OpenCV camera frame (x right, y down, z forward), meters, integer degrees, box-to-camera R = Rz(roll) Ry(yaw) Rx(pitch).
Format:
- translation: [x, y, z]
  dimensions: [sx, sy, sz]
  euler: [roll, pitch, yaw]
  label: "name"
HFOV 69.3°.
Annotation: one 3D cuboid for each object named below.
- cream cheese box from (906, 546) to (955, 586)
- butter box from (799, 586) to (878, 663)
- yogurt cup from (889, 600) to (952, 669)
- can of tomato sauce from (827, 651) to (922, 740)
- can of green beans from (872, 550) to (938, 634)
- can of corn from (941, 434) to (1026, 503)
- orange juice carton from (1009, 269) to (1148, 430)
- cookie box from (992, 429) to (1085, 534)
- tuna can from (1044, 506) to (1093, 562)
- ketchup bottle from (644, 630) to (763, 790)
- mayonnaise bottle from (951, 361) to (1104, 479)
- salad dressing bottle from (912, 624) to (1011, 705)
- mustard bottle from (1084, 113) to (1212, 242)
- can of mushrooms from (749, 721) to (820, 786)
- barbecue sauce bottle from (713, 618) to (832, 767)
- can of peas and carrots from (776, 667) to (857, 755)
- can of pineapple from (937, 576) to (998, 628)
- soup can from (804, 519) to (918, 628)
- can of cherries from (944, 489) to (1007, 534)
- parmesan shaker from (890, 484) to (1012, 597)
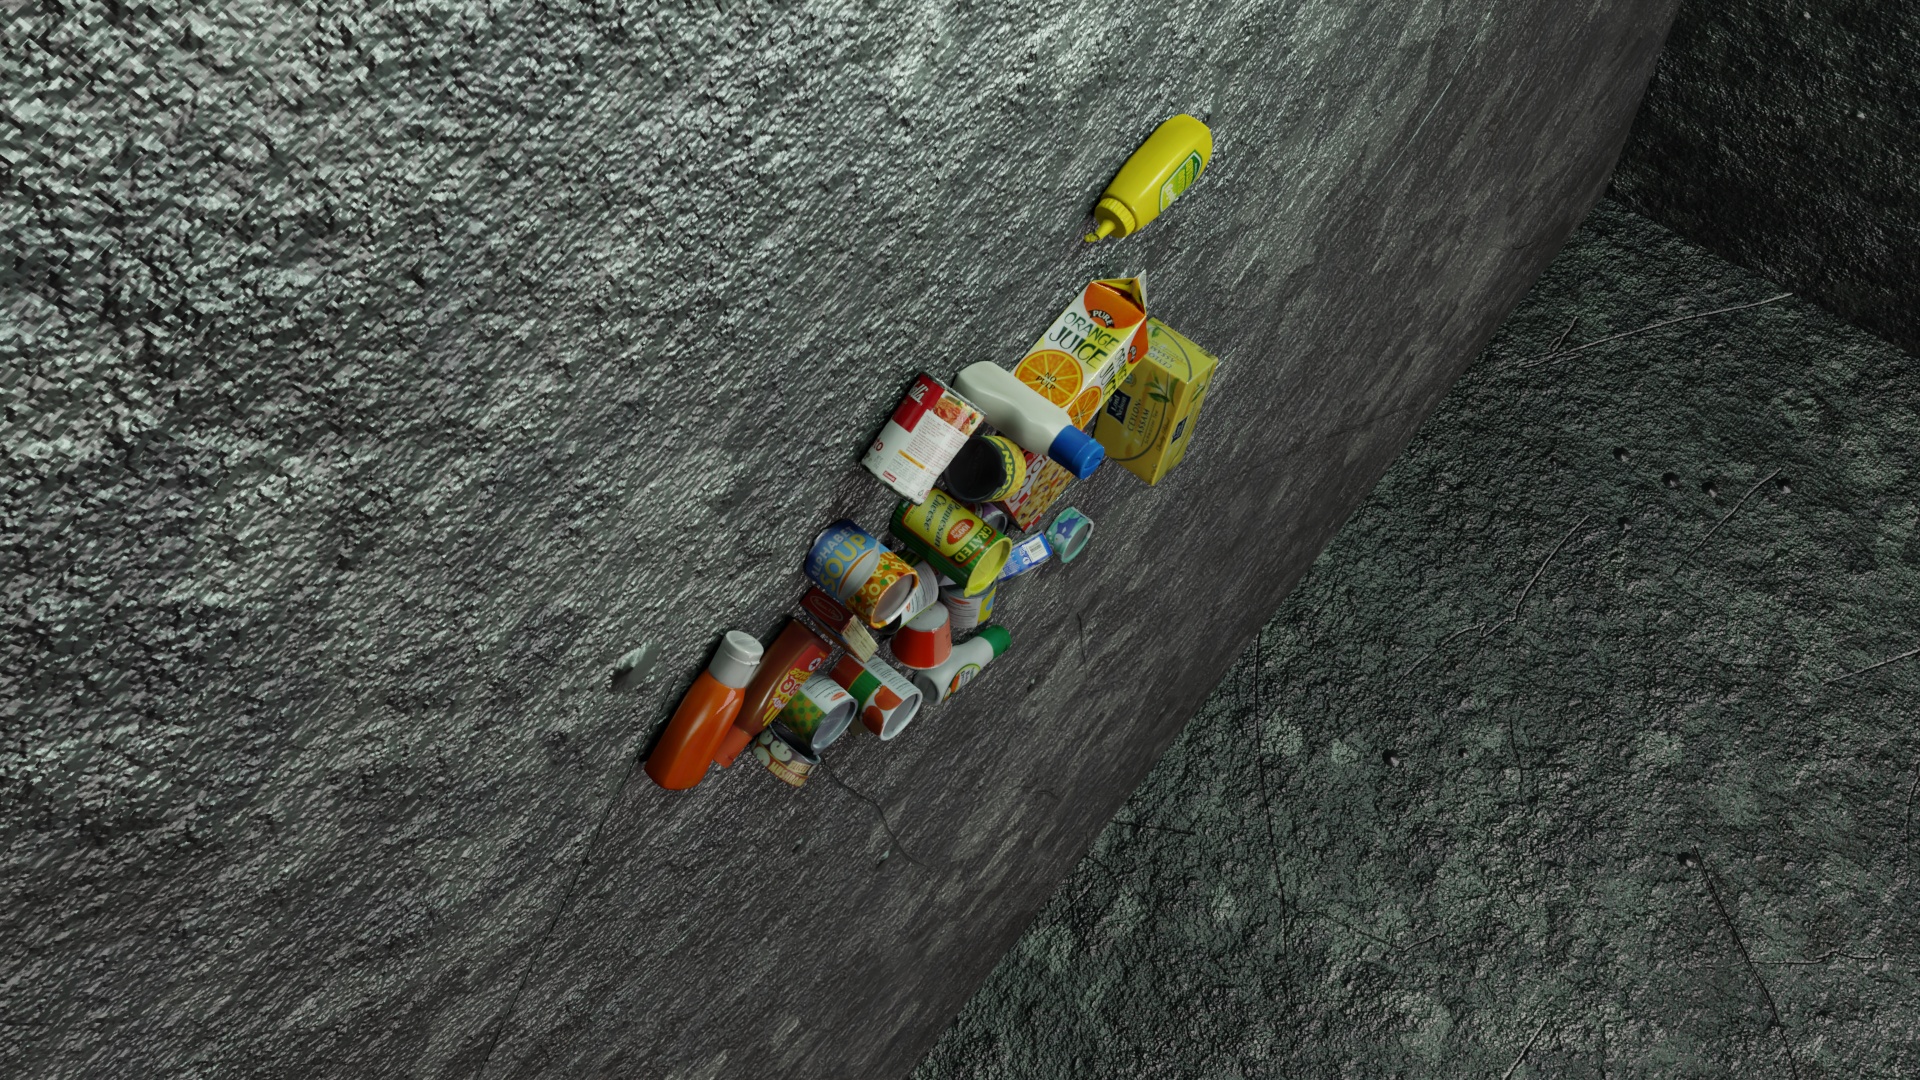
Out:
- translation: [-0.013, 0.021, 1.448]
  dimensions: [0.024, 0.053, 0.104]
  euler: [-57, 159, 17]
  label: "cream cheese box"
- translation: [-0.115, 0.082, 1.332]
  dimensions: [0.024, 0.053, 0.103]
  euler: [-52, 160, -11]
  label: "butter box"
- translation: [-0.041, 0.098, 1.498]
  dimensions: [0.073, 0.072, 0.053]
  euler: [-35, 145, -38]
  label: "yogurt cup"
- translation: [-0.093, 0.161, 1.460]
  dimensions: [0.071, 0.083, 0.070]
  euler: [-43, 156, -24]
  label: "can of tomato sauce"
- translation: [-0.065, 0.050, 1.369]
  dimensions: [0.058, 0.071, 0.070]
  euler: [-34, 152, -42]
  label: "can of green beans"
- translation: [0.026, -0.070, 1.364]
  dimensions: [0.071, 0.071, 0.058]
  euler: [-60, 159, 17]
  label: "can of corn"
- translation: [0.127, -0.186, 1.390]
  dimensions: [0.193, 0.073, 0.071]
  euler: [-49, 158, -11]
  label: "orange juice carton"
- translation: [0.081, -0.086, 1.494]
  dimensions: [0.123, 0.040, 0.167]
  euler: [-50, 159, -5]
  label: "cookie box"
- translation: [0.133, -0.005, 1.738]
  dimensions: [0.071, 0.033, 0.070]
  euler: [-44, 157, -24]
  label: "tuna can"
- translation: [-0.222, 0.150, 1.228]
  dimensions: [0.148, 0.043, 0.065]
  euler: [-59, 159, 15]
  label: "ketchup bottle"
- translation: [0.063, -0.110, 1.270]
  dimensions: [0.065, 0.148, 0.041]
  euler: [-25, 145, -50]
  label: "mayonnaise bottle"
- translation: [0.005, 0.149, 1.696]
  dimensions: [0.148, 0.044, 0.064]
  euler: [-32, 151, -44]
  label: "salad dressing bottle"
- translation: [0.171, -0.327, 1.294]
  dimensions: [0.161, 0.049, 0.065]
  euler: [-47, 157, -15]
  label: "mustard bottle"
- translation: [-0.175, 0.215, 1.390]
  dimensions: [0.033, 0.071, 0.071]
  euler: [-51, 159, 0]
  label: "can of mushrooms"
- translation: [-0.184, 0.143, 1.297]
  dimensions: [0.148, 0.044, 0.064]
  euler: [-50, 160, -6]
  label: "barbecue sauce bottle"
- translation: [-0.147, 0.170, 1.393]
  dimensions: [0.071, 0.059, 0.070]
  euler: [-43, 157, -23]
  label: "can of peas and carrots"
- translation: [0.006, 0.052, 1.520]
  dimensions: [0.071, 0.071, 0.057]
  euler: [-39, 155, -32]
  label: "can of pineapple"
- translation: [-0.090, 0.030, 1.260]
  dimensions: [0.071, 0.084, 0.071]
  euler: [-43, 156, -24]
  label: "soup can"
- translation: [0.005, -0.018, 1.419]
  dimensions: [0.072, 0.058, 0.071]
  euler: [-43, 157, -23]
  label: "can of cherries"
- translation: [-0.012, -0.001, 1.347]
  dimensions: [0.071, 0.103, 0.071]
  euler: [-44, 157, -24]
  label: "parmesan shaker"
